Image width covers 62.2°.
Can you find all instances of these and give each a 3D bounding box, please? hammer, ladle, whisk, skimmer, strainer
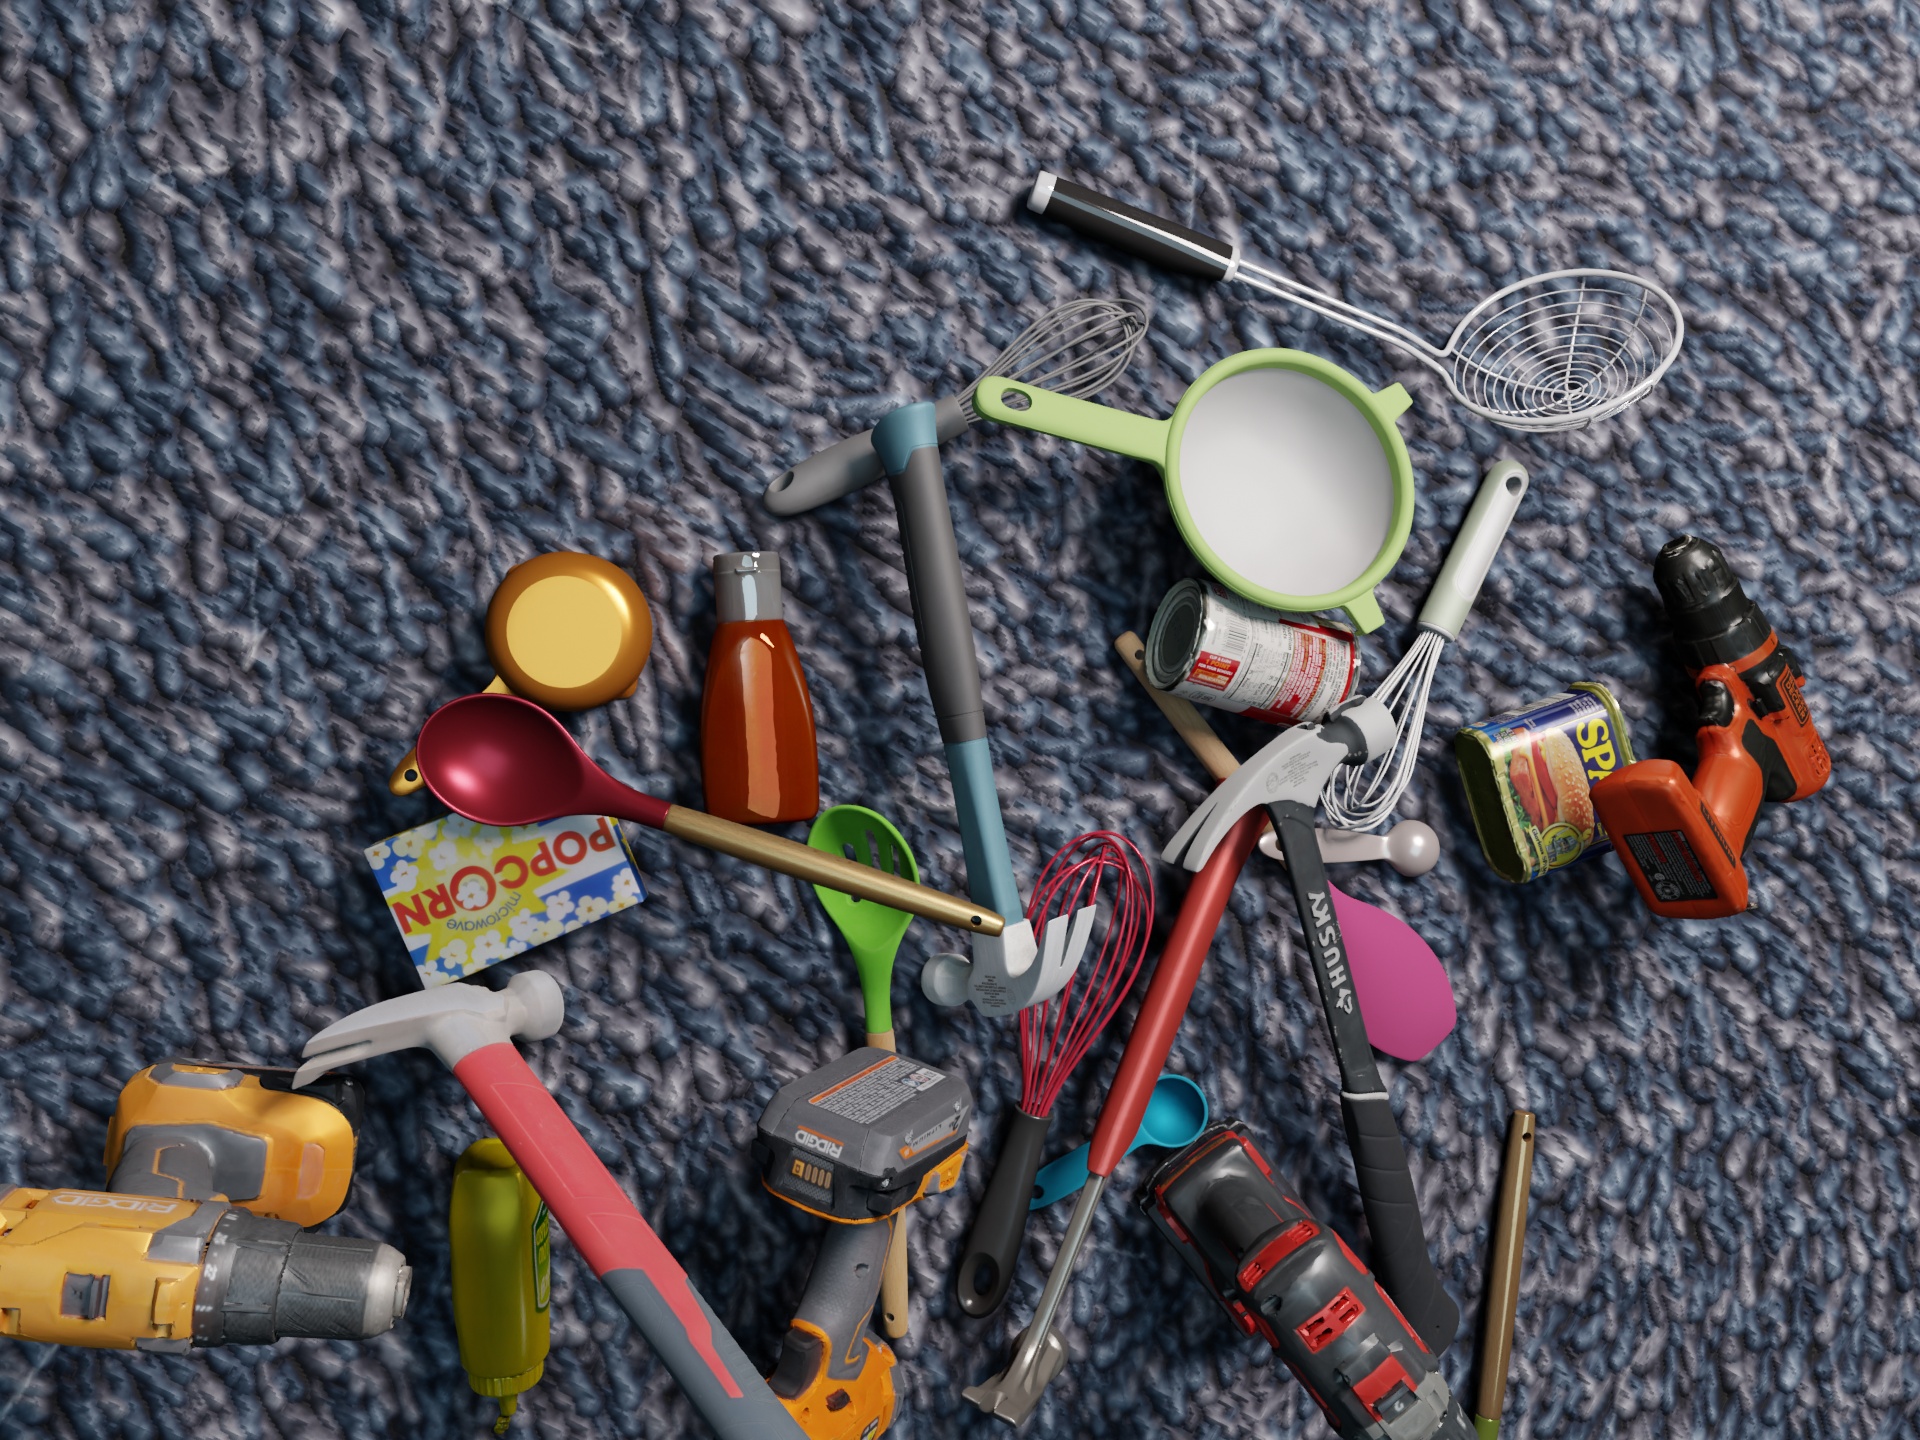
[{"bbox_3d":[-0.158,0.265,0.737,0.387,0.143,0.038,42,120,28],"label":"hammer"},{"bbox_3d":[-0.127,0.057,0.825,0.315,0.031,0.069,18,95,0],"label":"ladle"},{"bbox_3d":[-0.003,-0.173,0.886,0.239,0.055,0.055,-27,97,-2],"label":"whisk"},{"bbox_3d":[0.329,0.399,0.963,0.078,0.062,0.320,7,89,-10],"label":"ladle"},{"bbox_3d":[-0.001,-0.003,0.854,0.033,0.128,0.331,-14,95,-38],"label":"hammer"},{"bbox_3d":[0.222,0.198,0.901,0.149,0.036,0.408,-26,110,-24],"label":"hammer"},{"bbox_3d":[0.276,-0.045,0.936,0.057,0.059,0.246,29,83,-22],"label":"whisk"},{"bbox_3d":[0.219,-0.255,0.893,0.363,0.090,0.127,19,56,-7],"label":"skimmer"},{"bbox_3d":[0.047,0.204,0.907,0.073,0.073,0.296,15,96,-10],"label":"whisk"},{"bbox_3d":[0.124,-0.139,0.888,0.256,0.069,0.151,13,76,-11],"label":"strainer"},{"bbox_3d":[0.093,0.200,0.870,0.037,0.149,0.359,20,82,16],"label":"hammer"}]

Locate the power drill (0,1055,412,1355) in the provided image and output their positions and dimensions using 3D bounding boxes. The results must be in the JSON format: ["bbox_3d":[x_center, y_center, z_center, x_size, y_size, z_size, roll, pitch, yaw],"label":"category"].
[{"bbox_3d":[-0.344,0.231,0.756,0.185,0.226,0.084,8,92,-9],"label":"power drill"}]

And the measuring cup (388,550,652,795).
[{"bbox_3d":[-0.241,-0.019,0.848,0.173,0.052,0.095,-43,99,-7],"label":"measuring cup"}]

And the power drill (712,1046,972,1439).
[{"bbox_3d":[-0.073,0.300,0.826,0.084,0.164,0.226,16,99,23],"label":"power drill"}]

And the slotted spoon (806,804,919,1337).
[{"bbox_3d":[-0.047,0.200,0.903,0.070,0.031,0.313,0,97,26],"label":"slotted spoon"}]

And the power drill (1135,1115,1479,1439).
[{"bbox_3d":[0.193,0.321,0.848,0.080,0.227,0.188,-38,98,-5],"label":"power drill"}]

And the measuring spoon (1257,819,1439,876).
[{"bbox_3d":[0.232,0.074,0.936,0.124,0.018,0.034,3,82,-20],"label":"measuring spoon"}]

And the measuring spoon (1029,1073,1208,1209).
[{"bbox_3d":[0.087,0.251,0.938,0.128,0.021,0.042,-32,84,3],"label":"measuring spoon"}]

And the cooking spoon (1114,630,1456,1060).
[{"bbox_3d":[0.191,0.074,0.941,0.069,0.017,0.319,-40,98,-8],"label":"cooking spoon"}]
